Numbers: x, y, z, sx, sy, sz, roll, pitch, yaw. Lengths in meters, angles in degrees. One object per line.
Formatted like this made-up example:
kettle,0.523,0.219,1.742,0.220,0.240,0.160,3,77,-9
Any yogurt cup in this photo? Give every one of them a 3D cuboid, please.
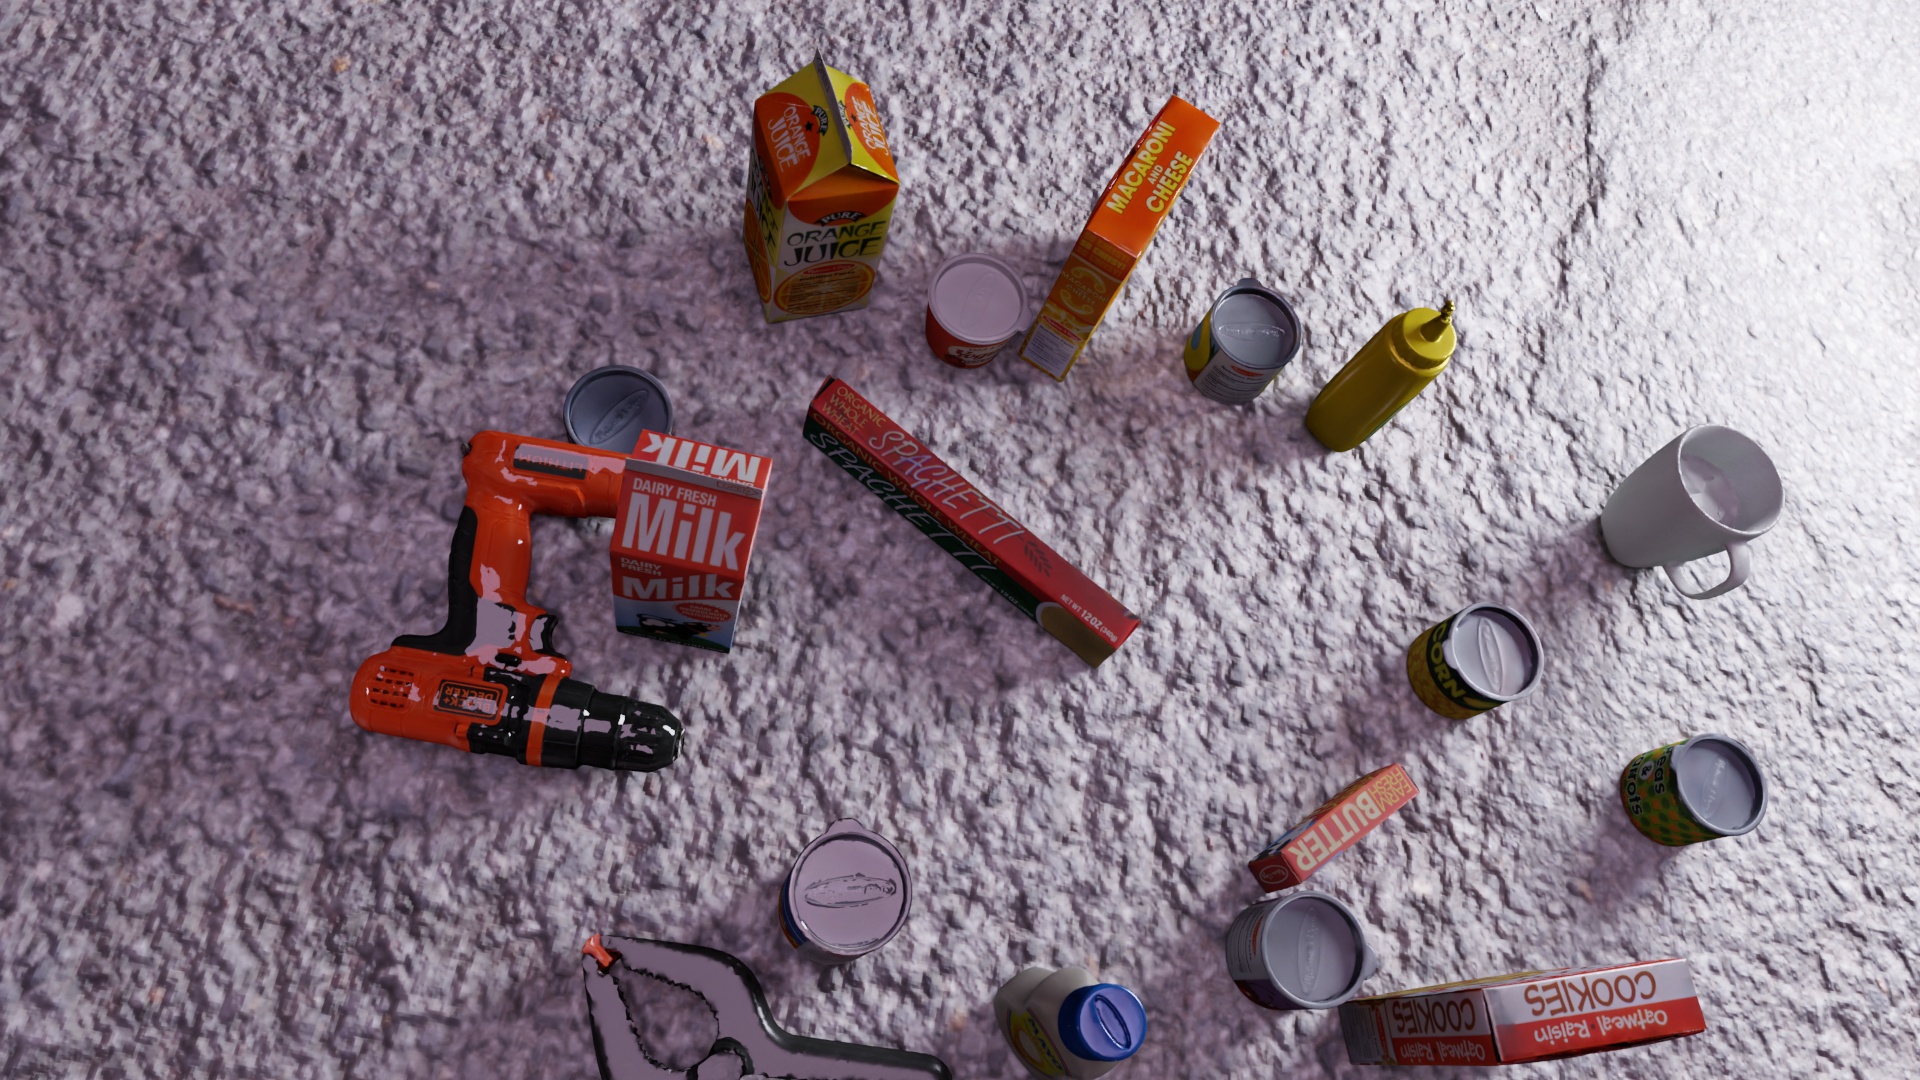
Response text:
yogurt cup,0.007,-0.151,0.935,0.072,0.053,0.072,4,69,-11

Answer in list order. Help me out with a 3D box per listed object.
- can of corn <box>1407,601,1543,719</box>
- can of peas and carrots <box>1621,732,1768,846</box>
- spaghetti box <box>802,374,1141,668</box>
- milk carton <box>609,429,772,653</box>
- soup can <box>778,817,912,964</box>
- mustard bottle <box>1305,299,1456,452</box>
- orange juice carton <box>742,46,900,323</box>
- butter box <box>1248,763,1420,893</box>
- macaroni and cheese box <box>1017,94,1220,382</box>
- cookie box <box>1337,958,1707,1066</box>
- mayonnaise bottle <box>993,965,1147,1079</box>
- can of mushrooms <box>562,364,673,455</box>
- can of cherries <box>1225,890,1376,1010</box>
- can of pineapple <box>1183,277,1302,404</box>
can of corn,0.335,0.080,0.914,0.071,0.058,0.071,4,69,-11
can of peas and carrots,0.479,0.164,0.913,0.071,0.058,0.071,4,69,-11
spaghetti box,0.003,-0.011,0.882,0.250,0.050,0.029,39,67,4
milk carton,-0.150,-0.001,0.770,0.072,0.189,0.074,12,68,-7
soup can,-0.066,0.196,0.771,0.071,0.083,0.071,4,69,-10
mustard bottle,0.286,-0.113,0.922,0.049,0.159,0.065,44,68,6
orange juice carton,-0.088,-0.216,0.863,0.073,0.192,0.072,-13,73,-16
butter box,0.230,0.177,0.857,0.104,0.053,0.024,-30,79,-21
macaroni and cheese box,0.100,-0.193,0.909,0.040,0.165,0.124,32,67,1
cookie box,0.306,0.266,0.778,0.123,0.166,0.040,-4,71,-13
mayonnaise bottle,0.059,0.257,0.739,0.041,0.147,0.065,-29,78,-20
can of mushrooms,-0.211,-0.072,0.869,0.071,0.033,0.071,4,69,-11
can of cherries,0.200,0.245,0.822,0.071,0.058,0.072,4,69,-11
can of pineapple,0.196,-0.137,0.967,0.071,0.057,0.071,4,69,-11
